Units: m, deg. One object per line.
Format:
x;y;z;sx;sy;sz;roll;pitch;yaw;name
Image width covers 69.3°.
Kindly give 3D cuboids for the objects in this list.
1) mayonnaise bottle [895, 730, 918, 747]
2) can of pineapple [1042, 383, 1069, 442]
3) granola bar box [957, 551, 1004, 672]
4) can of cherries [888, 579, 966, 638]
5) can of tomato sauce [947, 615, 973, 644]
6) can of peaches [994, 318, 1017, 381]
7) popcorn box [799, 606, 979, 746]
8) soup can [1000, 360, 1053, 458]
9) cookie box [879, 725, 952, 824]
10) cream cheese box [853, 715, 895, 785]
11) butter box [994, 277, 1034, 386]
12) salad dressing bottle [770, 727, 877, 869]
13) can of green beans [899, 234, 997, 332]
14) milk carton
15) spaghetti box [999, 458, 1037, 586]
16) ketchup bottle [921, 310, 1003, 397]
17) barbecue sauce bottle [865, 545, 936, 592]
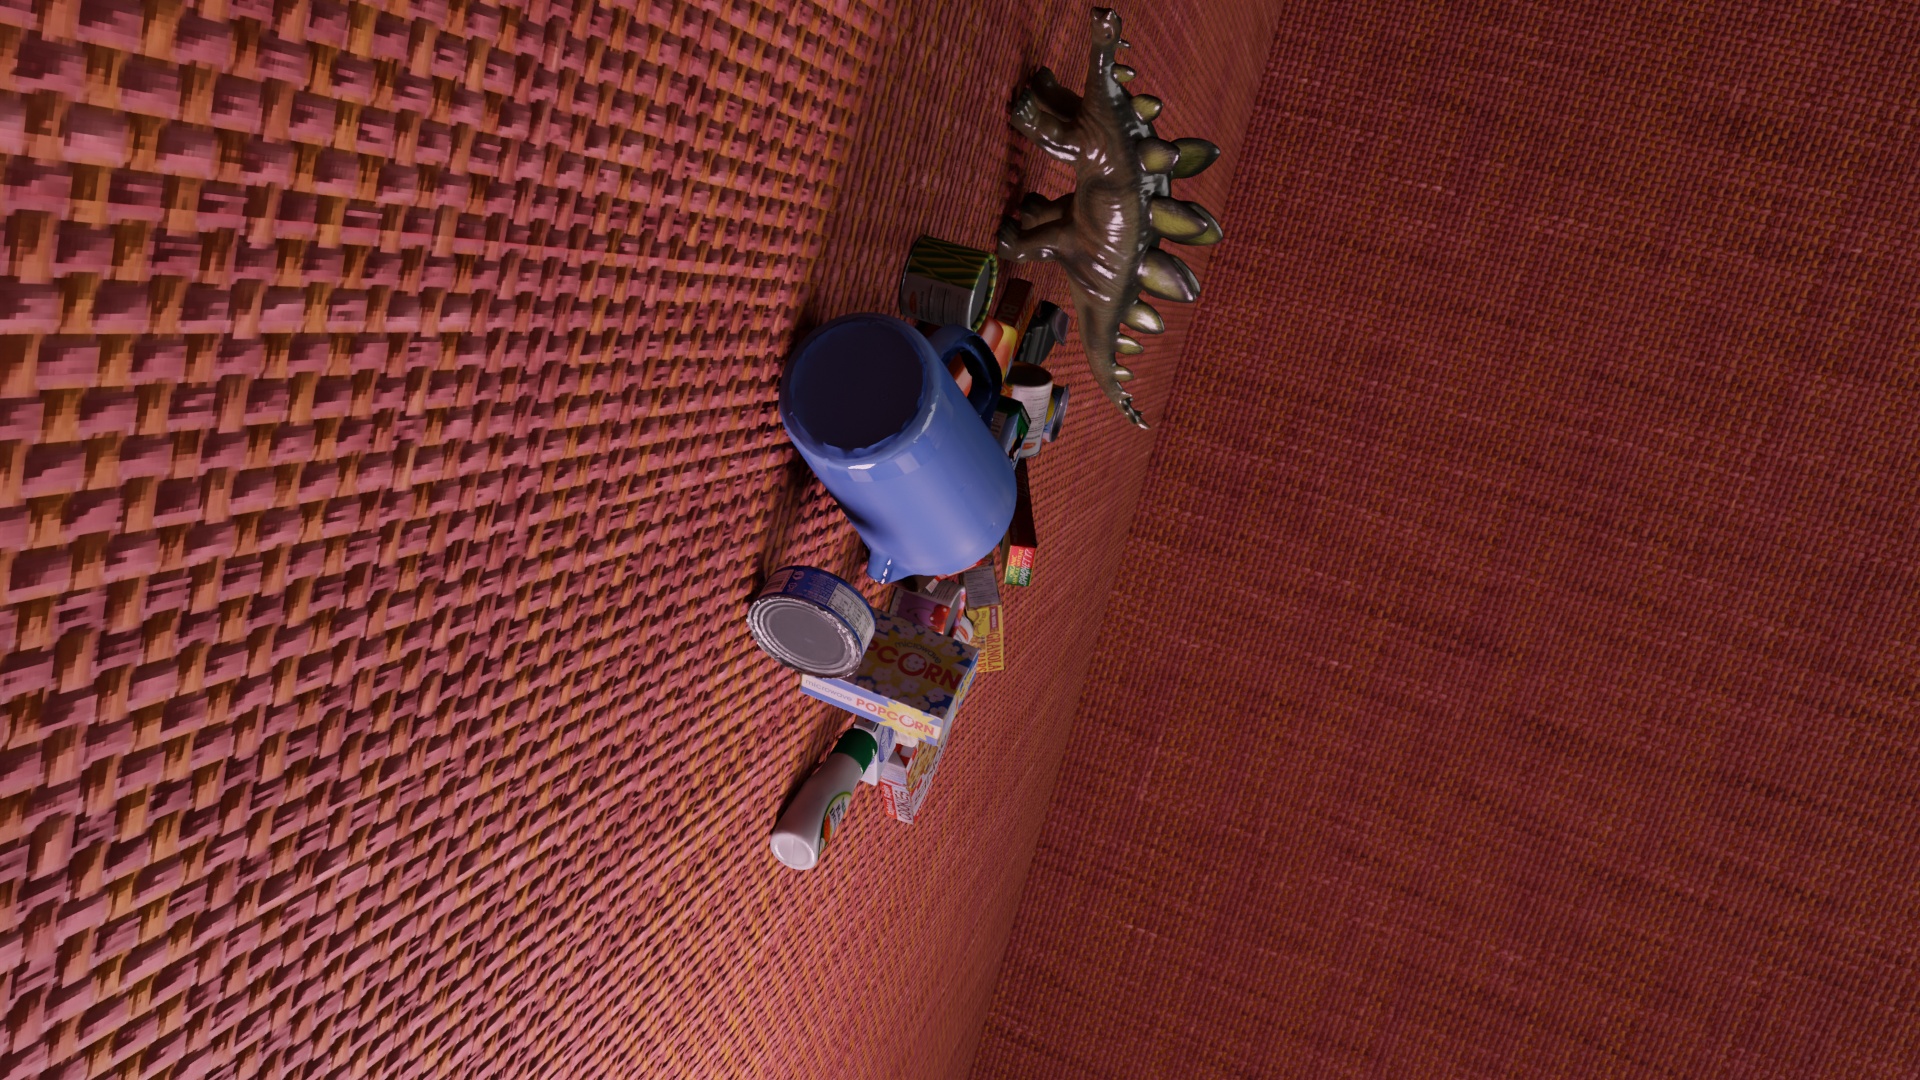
-0.040;0.141;1.476;0.064;0.041;0.148;82;28;-63;mayonnaise bottle
0.088;-0.153;1.589;0.071;0.058;0.071;16;92;-78;can of pineapple
0.019;0.054;1.502;0.164;0.039;0.125;85;-3;-61;granola bar box
-0.033;0.069;1.365;0.071;0.058;0.071;15;92;-78;can of cherries
-0.034;0.115;1.414;0.070;0.071;0.083;90;22;-55;can of tomato sauce
0.012;-0.164;1.215;0.071;0.071;0.058;22;85;-78;can of peaches
-0.058;0.106;1.142;0.085;0.127;0.038;-60;167;-44;popcorn box
0.058;-0.140;1.465;0.072;0.071;0.083;-53;157;-57;soup can
-0.049;0.232;1.565;0.166;0.040;0.123;88;23;-58;cookie box
-0.085;0.195;1.390;0.103;0.024;0.054;93;19;-49;cream cheese box
0.047;-0.209;1.408;0.053;0.024;0.104;77;33;-68;butter box
-0.118;0.227;1.240;0.148;0.044;0.064;-57;160;-51;salad dressing bottle
-0.009;-0.201;1.092;0.071;0.058;0.071;16;92;-78;can of green beans
0.000;-0.044;1.313;0.072;0.073;0.191;52;57;-75;milk carton
0.055;-0.044;1.464;0.251;0.029;0.049;-93;-169;-56;spaghetti box
-0.024;-0.122;1.139;0.043;0.065;0.149;36;80;-52;ketchup bottle
-0.015;-0.021;1.223;0.149;0.065;0.043;-46;147;-29;barbecue sauce bottle
